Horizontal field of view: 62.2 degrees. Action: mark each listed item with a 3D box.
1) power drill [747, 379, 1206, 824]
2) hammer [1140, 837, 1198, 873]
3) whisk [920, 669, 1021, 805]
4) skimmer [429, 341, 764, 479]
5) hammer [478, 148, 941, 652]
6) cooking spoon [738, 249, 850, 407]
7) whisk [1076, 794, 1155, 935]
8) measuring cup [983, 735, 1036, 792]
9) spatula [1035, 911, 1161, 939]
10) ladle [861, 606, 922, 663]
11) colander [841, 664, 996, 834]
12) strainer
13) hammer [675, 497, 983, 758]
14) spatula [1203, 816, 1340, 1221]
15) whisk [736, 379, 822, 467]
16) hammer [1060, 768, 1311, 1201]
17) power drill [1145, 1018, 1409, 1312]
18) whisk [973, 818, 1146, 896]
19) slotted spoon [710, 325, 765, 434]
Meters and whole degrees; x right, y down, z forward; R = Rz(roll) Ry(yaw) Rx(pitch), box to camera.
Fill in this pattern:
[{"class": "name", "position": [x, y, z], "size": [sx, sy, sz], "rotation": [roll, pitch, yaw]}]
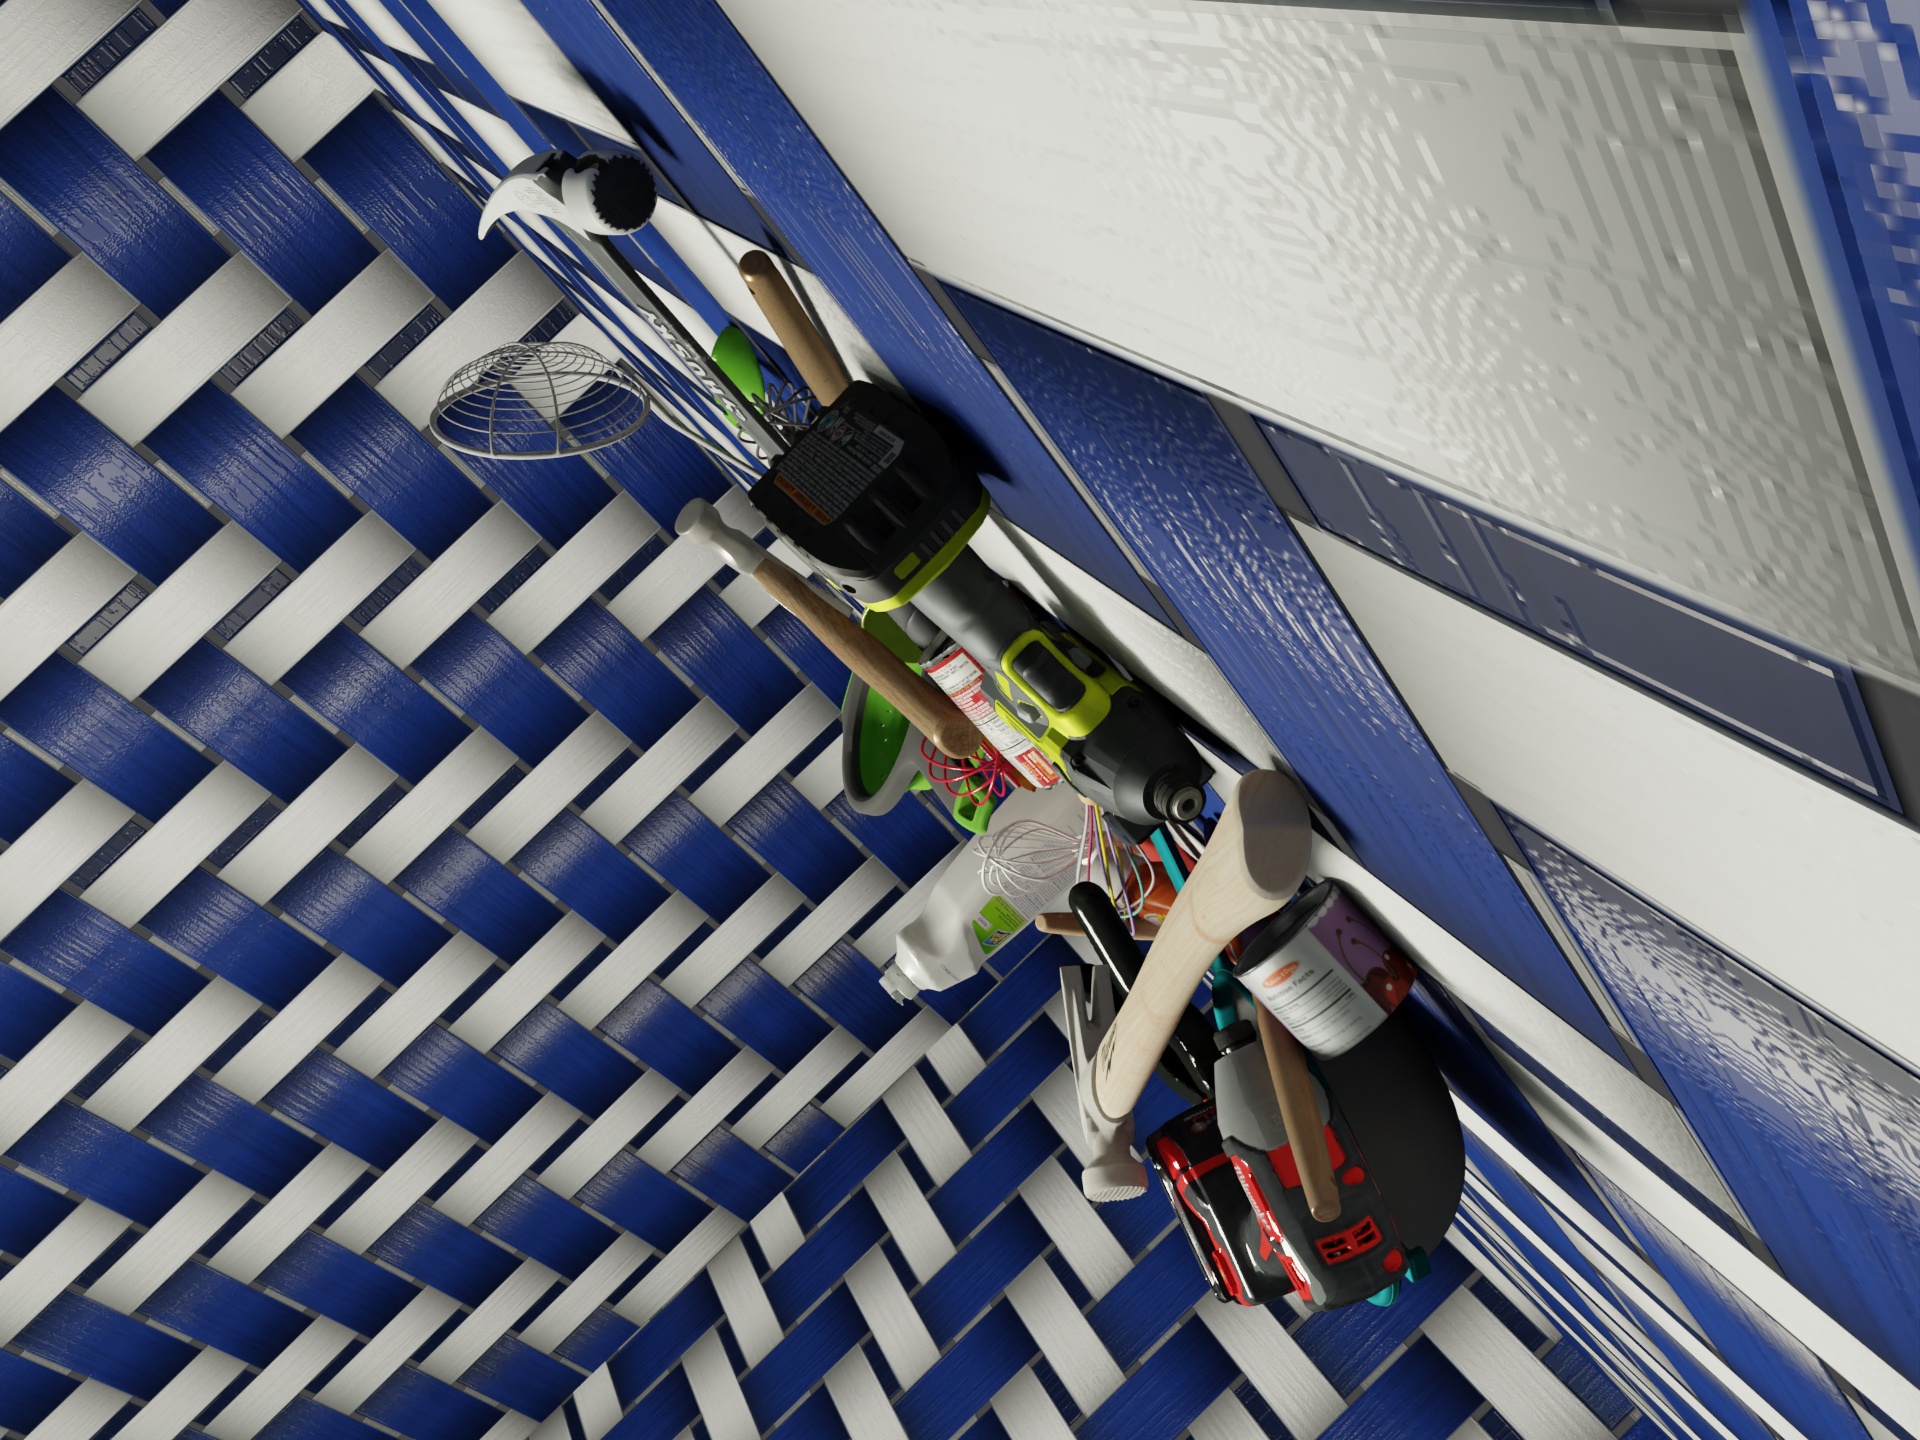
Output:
[{"class": "power drill", "position": [0.018, -0.043, 0.728], "size": [0.223, 0.080, 0.171], "rotation": [43, -179, -32]}, {"class": "hammer", "position": [0.095, 0.032, 1.128], "size": [0.149, 0.037, 0.358], "rotation": [45, 177, 42]}, {"class": "whisk", "position": [-0.002, -0.003, 1.081], "size": [0.073, 0.073, 0.296], "rotation": [47, -178, -14]}, {"class": "skimmer", "position": [-0.171, -0.149, 1.049], "size": [0.363, 0.090, 0.127], "rotation": [26, -171, -47]}, {"class": "hammer", "position": [-0.097, -0.139, 0.856], "size": [0.149, 0.036, 0.408], "rotation": [20, 159, 46]}, {"class": "cooking spoon", "position": [-0.059, -0.157, 0.805], "size": [0.069, 0.017, 0.318], "rotation": [46, 179, 15]}, {"class": "whisk", "position": [0.088, 0.057, 1.021], "size": [0.051, 0.047, 0.244], "rotation": [20, 146, 30]}, {"class": "measuring cup", "position": [0.048, -0.006, 1.234], "size": [0.095, 0.052, 0.174], "rotation": [51, -169, -8]}, {"class": "spatula", "position": [0.166, 0.166, 1.188], "size": [0.317, 0.044, 0.082], "rotation": [10, -153, -42]}, {"class": "ladle", "position": [-0.041, -0.091, 1.075], "size": [0.320, 0.078, 0.062], "rotation": [69, -162, -83]}, {"class": "colander", "position": [-0.005, 0.015, 1.327], "size": [0.094, 0.204, 0.397], "rotation": [14, -167, -20]}, {"class": "strainer", "position": [0.214, 0.174, 0.972], "size": [0.210, 0.095, 0.341], "rotation": [82, 165, -68]}, {"class": "hammer", "position": [-0.077, -0.055, 1.035], "size": [0.129, 0.031, 0.332], "rotation": [35, -177, -39]}, {"class": "spatula", "position": [0.157, 0.138, 0.816], "size": [0.059, 0.018, 0.316], "rotation": [46, -161, -20]}, {"class": "whisk", "position": [-0.102, -0.178, 1.001], "size": [0.055, 0.055, 0.239], "rotation": [46, -177, -4]}, {"class": "hammer", "position": [0.104, 0.126, 0.817], "size": [0.410, 0.038, 0.146], "rotation": [101, 165, -59]}, {"class": "power drill", "position": [0.165, 0.245, 0.863], "size": [0.219, 0.078, 0.143], "rotation": [91, 155, -69]}, {"class": "whisk", "position": [0.090, 0.096, 1.198], "size": [0.058, 0.059, 0.246], "rotation": [26, -164, 33]}, {"class": "slotted spoon", "position": [-0.164, -0.241, 1.124], "size": [0.314, 0.031, 0.070], "rotation": [-129, 27, -73]}]
